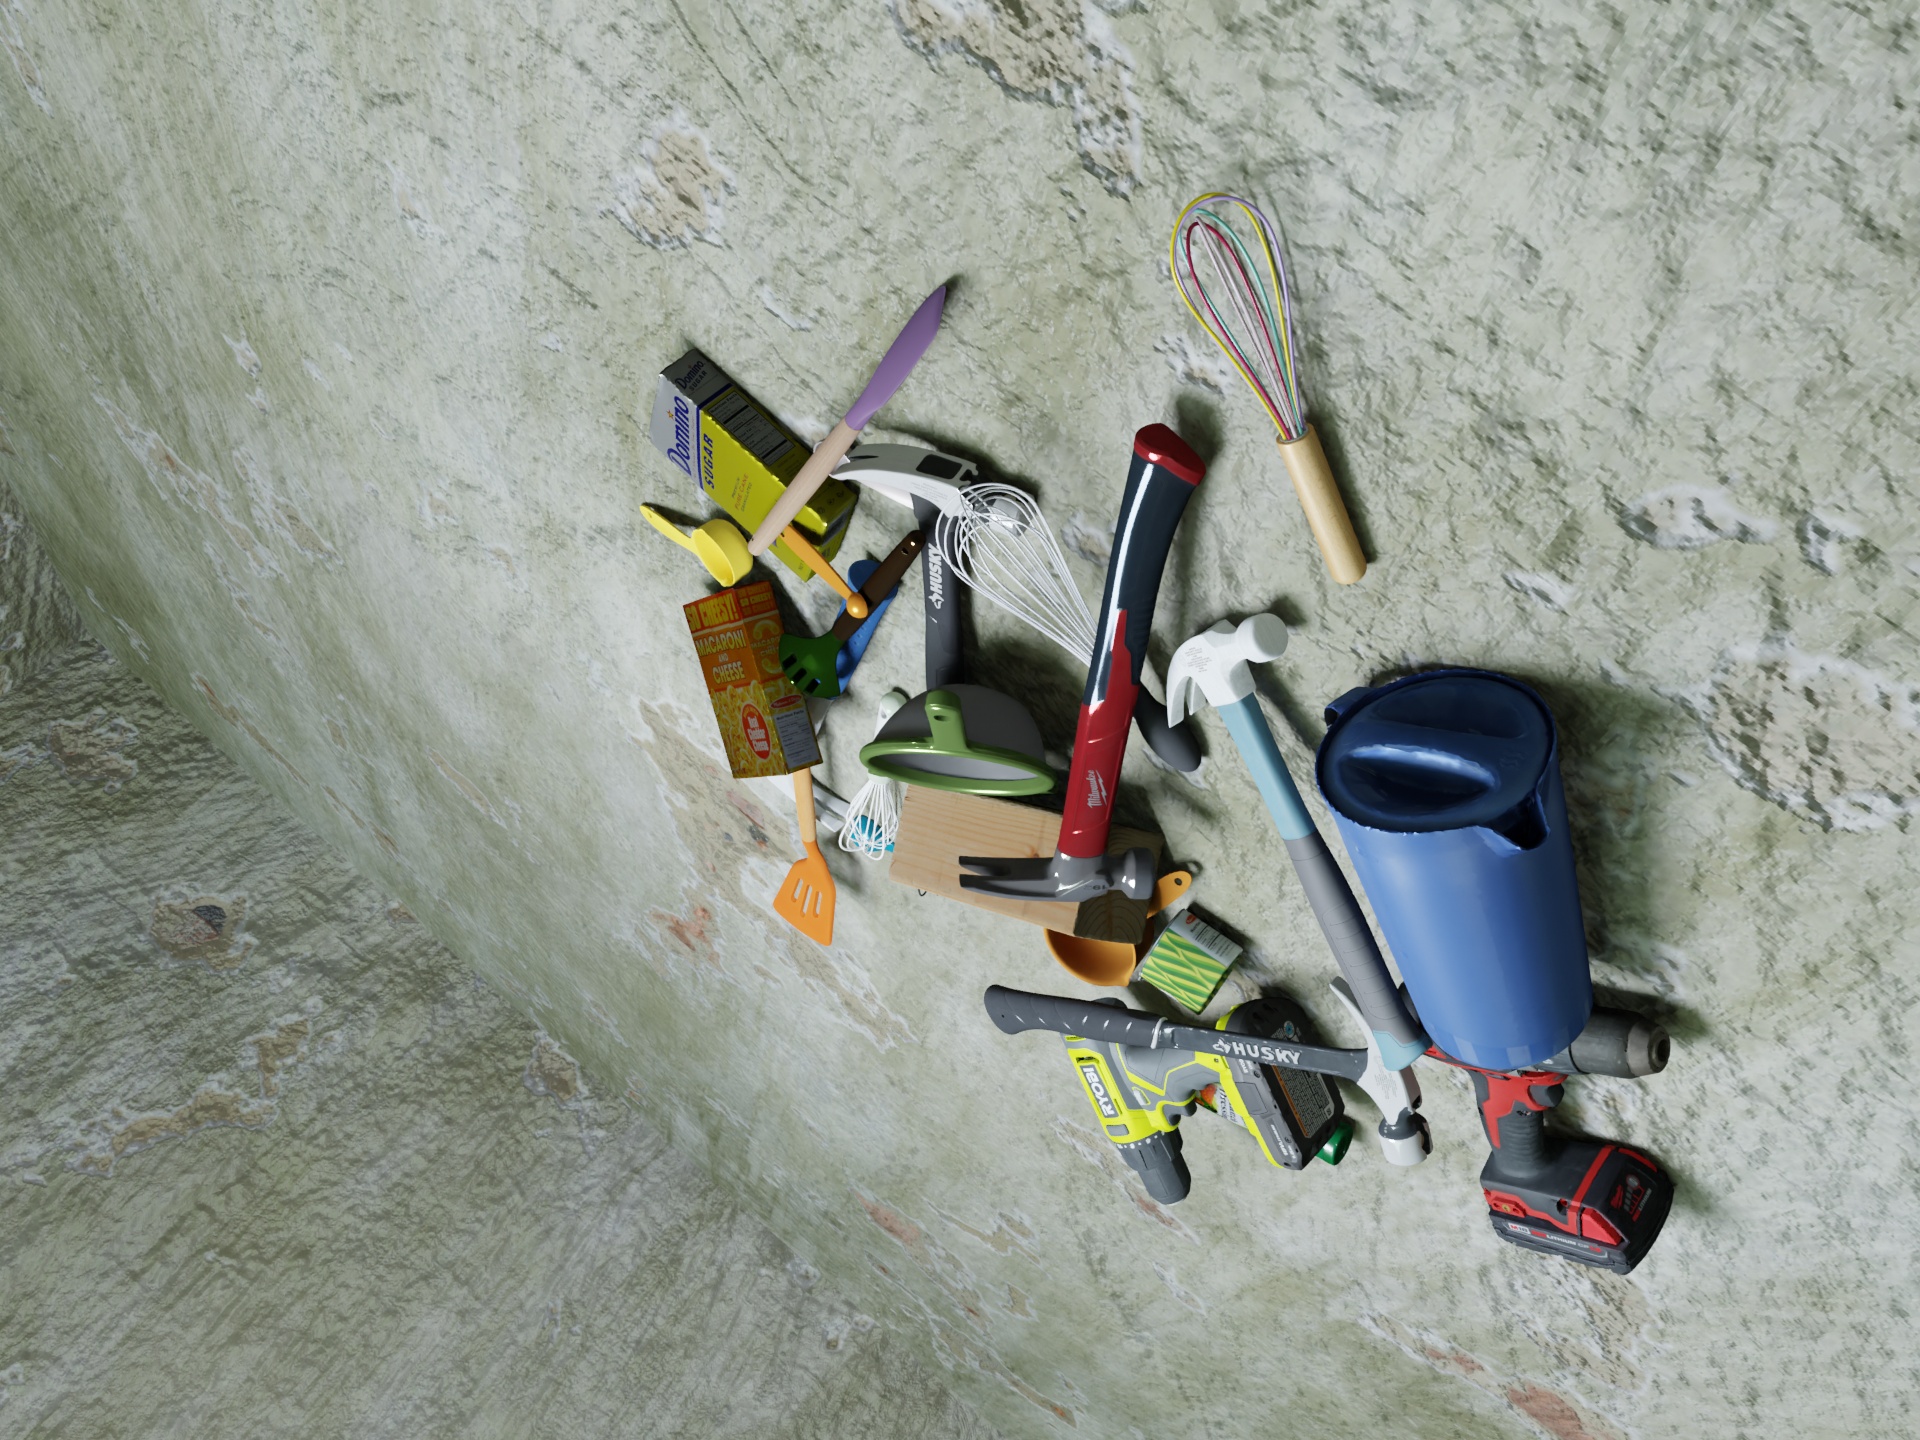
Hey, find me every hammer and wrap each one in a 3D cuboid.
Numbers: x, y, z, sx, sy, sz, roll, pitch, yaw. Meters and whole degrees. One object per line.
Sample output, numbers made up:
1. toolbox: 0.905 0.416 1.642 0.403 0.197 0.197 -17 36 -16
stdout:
1. hammer: 0.170 0.244 1.251 0.409 0.036 0.149 -1 114 46
2. hammer: 0.084 -0.021 1.046 0.143 0.038 0.386 2 131 -5
3. hammer: -0.118 -0.020 1.415 0.144 0.035 0.405 42 150 5
4. hammer: -0.018 -0.076 1.213 0.146 0.035 0.334 24 147 18
5. hammer: 0.231 0.087 1.054 0.331 0.033 0.128 63 155 -7

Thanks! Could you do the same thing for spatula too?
1. spatula: -0.084 -0.195 1.098 0.018 0.060 0.316 21 147 -21
2. spatula: -0.154 0.105 1.540 0.081 0.041 0.322 32 147 23

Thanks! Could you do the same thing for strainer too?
1. strainer: -0.002 -0.004 1.157 0.151 0.069 0.256 6 166 5

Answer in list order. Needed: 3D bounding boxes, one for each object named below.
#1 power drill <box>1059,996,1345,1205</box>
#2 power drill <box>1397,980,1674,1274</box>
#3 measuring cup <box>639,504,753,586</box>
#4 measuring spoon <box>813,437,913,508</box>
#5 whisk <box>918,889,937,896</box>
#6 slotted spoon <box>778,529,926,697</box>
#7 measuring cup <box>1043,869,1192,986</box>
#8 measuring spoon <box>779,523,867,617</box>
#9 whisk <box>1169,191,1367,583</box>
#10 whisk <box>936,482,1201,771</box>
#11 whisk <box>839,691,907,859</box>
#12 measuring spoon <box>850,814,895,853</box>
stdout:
1. power drill: 0.204 0.324 1.350 0.228 0.080 0.190 -19 98 48
2. power drill: 0.415 0.270 1.093 0.188 0.080 0.226 -1 125 51
3. measuring cup: -0.232 -0.166 1.392 0.157 0.029 0.062 33 150 42
4. measuring spoon: -0.052 -0.176 1.162 0.124 0.018 0.034 27 148 15
5. whisk: -0.032 0.075 1.423 0.055 0.055 0.238 27 143 28
6. slotted spoon: -0.086 -0.079 1.221 0.070 0.031 0.313 46 152 -2
7. measuring cup: 0.142 0.153 1.310 0.095 0.052 0.173 48 133 1
8. measuring spoon: -0.108 -0.115 1.187 0.117 0.011 0.021 45 146 25
9. whisk: 0.170 -0.172 0.862 0.051 0.047 0.244 6 137 46
10. whisk: 0.085 -0.056 1.074 0.070 0.070 0.284 0 142 51
11. whisk: -0.075 0.053 1.448 0.058 0.059 0.246 61 155 29
12. measuring spoon: -0.061 0.139 1.561 0.129 0.021 0.042 35 150 18
